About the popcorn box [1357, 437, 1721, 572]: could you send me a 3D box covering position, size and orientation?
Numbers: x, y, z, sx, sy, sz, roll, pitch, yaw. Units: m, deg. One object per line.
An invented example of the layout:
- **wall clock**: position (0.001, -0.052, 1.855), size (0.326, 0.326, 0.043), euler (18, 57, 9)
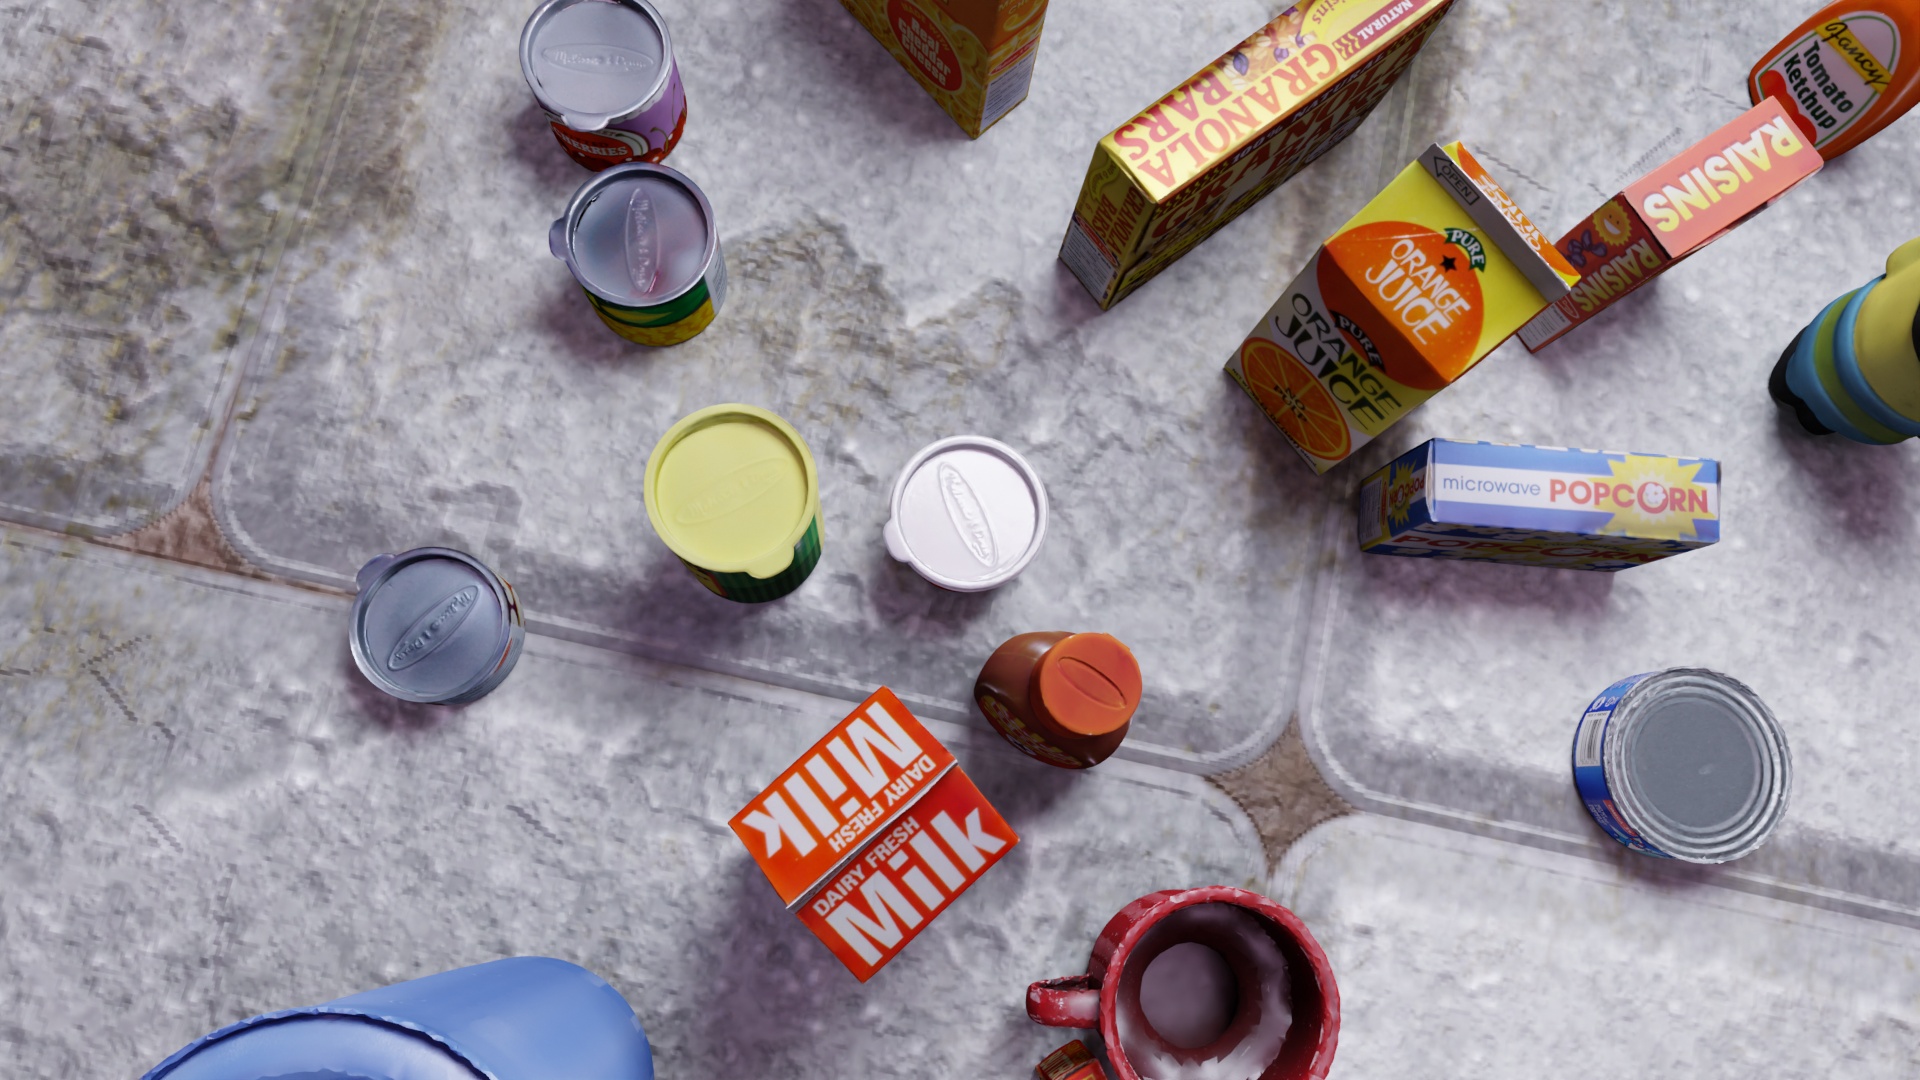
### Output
- **popcorn box**: position (0.251, -0.014, 0.614), size (0.127, 0.085, 0.038), euler (4, 79, -3)

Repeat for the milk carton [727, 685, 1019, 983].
- **milk carton**: position (-0.032, 0.107, 0.517), size (0.072, 0.190, 0.073), euler (-41, 85, -10)

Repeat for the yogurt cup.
- **yogurt cup**: position (0.002, -0.008, 0.611), size (0.072, 0.054, 0.072), euler (1, 79, -4)

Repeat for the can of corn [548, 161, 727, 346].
- **can of corn**: position (-0.142, -0.126, 0.622), size (0.071, 0.058, 0.071), euler (1, 79, -4)

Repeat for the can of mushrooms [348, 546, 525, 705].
- **can of mushrooms**: position (-0.225, 0.036, 0.597), size (0.071, 0.033, 0.071), euler (1, 79, -4)

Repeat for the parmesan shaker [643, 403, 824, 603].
- **parmesan shaker**: position (-0.090, -0.009, 0.580), size (0.071, 0.103, 0.071), euler (1, 79, -4)

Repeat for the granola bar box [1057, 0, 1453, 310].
- **granola bar box**: position (0.127, -0.181, 0.618), size (0.166, 0.124, 0.039), euler (-37, 84, -10)

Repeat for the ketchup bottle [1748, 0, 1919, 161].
- **ketchup bottle**: position (0.431, -0.232, 0.637), size (0.043, 0.148, 0.065), euler (-25, 82, -8)

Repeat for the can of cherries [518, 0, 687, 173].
- **can of cherries**: position (-0.163, -0.207, 0.636), size (0.071, 0.058, 0.071), euler (1, 79, -4)

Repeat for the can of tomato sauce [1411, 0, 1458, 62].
- **can of tomato sauce**: position (0.205, -0.272, 0.662), size (0.071, 0.083, 0.071), euler (1, 79, -4)

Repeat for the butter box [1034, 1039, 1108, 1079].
- **butter box**: position (0.066, 0.258, 0.564), size (0.024, 0.053, 0.103), euler (-26, 82, -8)

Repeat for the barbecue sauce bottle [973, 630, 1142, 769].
- **barbecue sauce bottle**: position (0.041, 0.062, 0.552), size (0.065, 0.148, 0.044), euler (35, 79, 3)

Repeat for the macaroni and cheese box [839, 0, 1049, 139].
- **macaroni and cheese box**: position (-0.016, -0.264, 0.603), size (0.040, 0.166, 0.124), euler (-42, 85, -10)

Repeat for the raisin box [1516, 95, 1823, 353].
- **raisin box**: position (0.306, -0.137, 0.622), size (0.086, 0.123, 0.040), euler (-31, 83, -9)

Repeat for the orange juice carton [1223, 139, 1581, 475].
- **orange juice carton**: position (0.180, -0.095, 0.570), size (0.073, 0.192, 0.072), euler (-38, 84, -9)
